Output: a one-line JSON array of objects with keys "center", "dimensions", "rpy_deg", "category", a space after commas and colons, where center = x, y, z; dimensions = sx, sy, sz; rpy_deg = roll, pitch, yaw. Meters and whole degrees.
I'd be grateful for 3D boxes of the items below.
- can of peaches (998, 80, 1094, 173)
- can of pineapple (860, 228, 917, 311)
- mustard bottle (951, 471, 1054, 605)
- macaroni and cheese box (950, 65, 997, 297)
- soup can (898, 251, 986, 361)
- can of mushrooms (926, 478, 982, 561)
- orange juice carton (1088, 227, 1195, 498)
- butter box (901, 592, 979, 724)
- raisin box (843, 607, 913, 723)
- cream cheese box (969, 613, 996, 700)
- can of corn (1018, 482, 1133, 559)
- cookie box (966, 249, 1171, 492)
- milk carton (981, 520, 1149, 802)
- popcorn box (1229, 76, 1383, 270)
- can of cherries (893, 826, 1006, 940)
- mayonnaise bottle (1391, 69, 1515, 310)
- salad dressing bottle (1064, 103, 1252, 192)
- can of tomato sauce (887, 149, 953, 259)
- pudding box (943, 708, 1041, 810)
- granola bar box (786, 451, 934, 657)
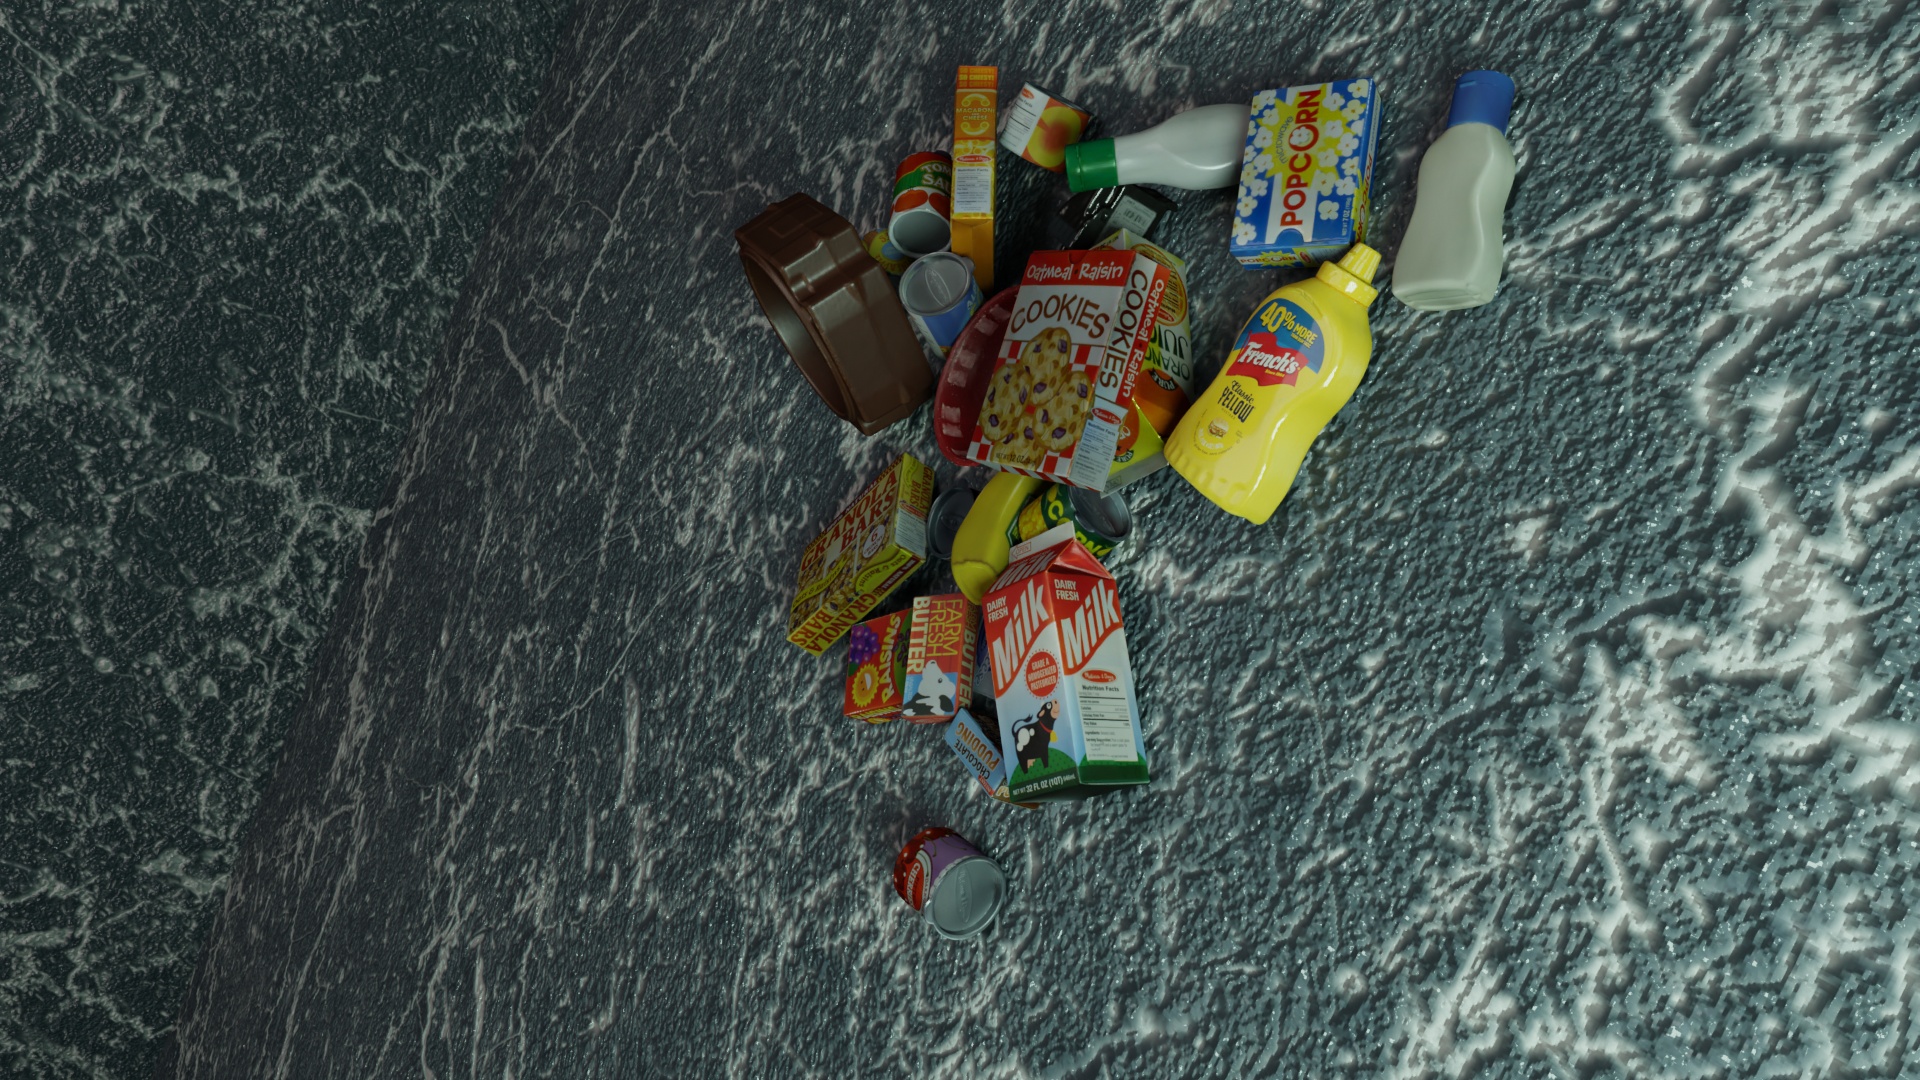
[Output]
[{"center": [0.077, -0.365, 1.231], "dimensions": [0.058, 0.071, 0.071], "rpy_deg": [-63, 36, 20], "category": "can of peaches"}, {"center": [-0.070, -0.268, 1.376], "dimensions": [0.070, 0.071, 0.058], "rpy_deg": [-27, 53, 44], "category": "can of pineapple"}, {"center": [0.042, -0.022, 1.101], "dimensions": [0.049, 0.065, 0.161], "rpy_deg": [-2, 44, 31], "category": "mustard bottle"}, {"center": [0.013, -0.324, 1.259], "dimensions": [0.123, 0.040, 0.167], "rpy_deg": [88, -177, -66], "category": "macaroni and cheese box"}, {"center": [-0.007, -0.207, 1.236], "dimensions": [0.071, 0.083, 0.071], "rpy_deg": [-7, 65, 16], "category": "soup can"}, {"center": [0.004, -0.015, 1.186], "dimensions": [0.071, 0.033, 0.071], "rpy_deg": [-28, 53, 44], "category": "can of mushrooms"}, {"center": [0.126, -0.130, 1.047], "dimensions": [0.071, 0.073, 0.193], "rpy_deg": [-26, 55, 44], "category": "orange juice carton"}, {"center": [-0.015, 0.093, 1.111], "dimensions": [0.053, 0.024, 0.104], "rpy_deg": [-6, 68, 31], "category": "butter box"}, {"center": [-0.047, 0.105, 1.191], "dimensions": [0.123, 0.040, 0.086], "rpy_deg": [-19, 60, 46], "category": "raisin box"}, {"center": [0.038, 0.075, 1.106], "dimensions": [0.053, 0.024, 0.104], "rpy_deg": [12, 83, 54], "category": "cream cheese box"}, {"center": [0.085, -0.012, 1.047], "dimensions": [0.058, 0.071, 0.071], "rpy_deg": [-40, 45, 37], "category": "can of corn"}, {"center": [0.076, -0.127, 1.012], "dimensions": [0.123, 0.040, 0.167], "rpy_deg": [15, 87, 54], "category": "cookie box"}, {"center": [0.070, 0.085, 0.990], "dimensions": [0.072, 0.073, 0.191], "rpy_deg": [-26, 65, 44], "category": "milk carton"}, {"center": [0.240, -0.253, 0.963], "dimensions": [0.085, 0.038, 0.127], "rpy_deg": [3, 75, 30], "category": "popcorn box"}, {"center": [-0.011, 0.257, 1.043], "dimensions": [0.058, 0.071, 0.071], "rpy_deg": [24, 93, 55], "category": "can of cherries"}, {"center": [0.315, -0.219, 0.870], "dimensions": [0.064, 0.041, 0.148], "rpy_deg": [4, 76, 52], "category": "mayonnaise bottle"}, {"center": [0.153, -0.290, 1.043], "dimensions": [0.148, 0.044, 0.064], "rpy_deg": [-6, 66, 9], "category": "salad dressing bottle"}, {"center": [-0.033, -0.325, 1.343], "dimensions": [0.071, 0.071, 0.083], "rpy_deg": [-33, 40, 41], "category": "can of tomato sauce"}, {"center": [0.028, 0.165, 1.054], "dimensions": [0.030, 0.049, 0.084], "rpy_deg": [-60, 37, 12], "category": "pudding box"}, {"center": [-0.092, 0.013, 1.267], "dimensions": [0.165, 0.039, 0.125], "rpy_deg": [-42, 28, 34], "category": "granola bar box"}]
